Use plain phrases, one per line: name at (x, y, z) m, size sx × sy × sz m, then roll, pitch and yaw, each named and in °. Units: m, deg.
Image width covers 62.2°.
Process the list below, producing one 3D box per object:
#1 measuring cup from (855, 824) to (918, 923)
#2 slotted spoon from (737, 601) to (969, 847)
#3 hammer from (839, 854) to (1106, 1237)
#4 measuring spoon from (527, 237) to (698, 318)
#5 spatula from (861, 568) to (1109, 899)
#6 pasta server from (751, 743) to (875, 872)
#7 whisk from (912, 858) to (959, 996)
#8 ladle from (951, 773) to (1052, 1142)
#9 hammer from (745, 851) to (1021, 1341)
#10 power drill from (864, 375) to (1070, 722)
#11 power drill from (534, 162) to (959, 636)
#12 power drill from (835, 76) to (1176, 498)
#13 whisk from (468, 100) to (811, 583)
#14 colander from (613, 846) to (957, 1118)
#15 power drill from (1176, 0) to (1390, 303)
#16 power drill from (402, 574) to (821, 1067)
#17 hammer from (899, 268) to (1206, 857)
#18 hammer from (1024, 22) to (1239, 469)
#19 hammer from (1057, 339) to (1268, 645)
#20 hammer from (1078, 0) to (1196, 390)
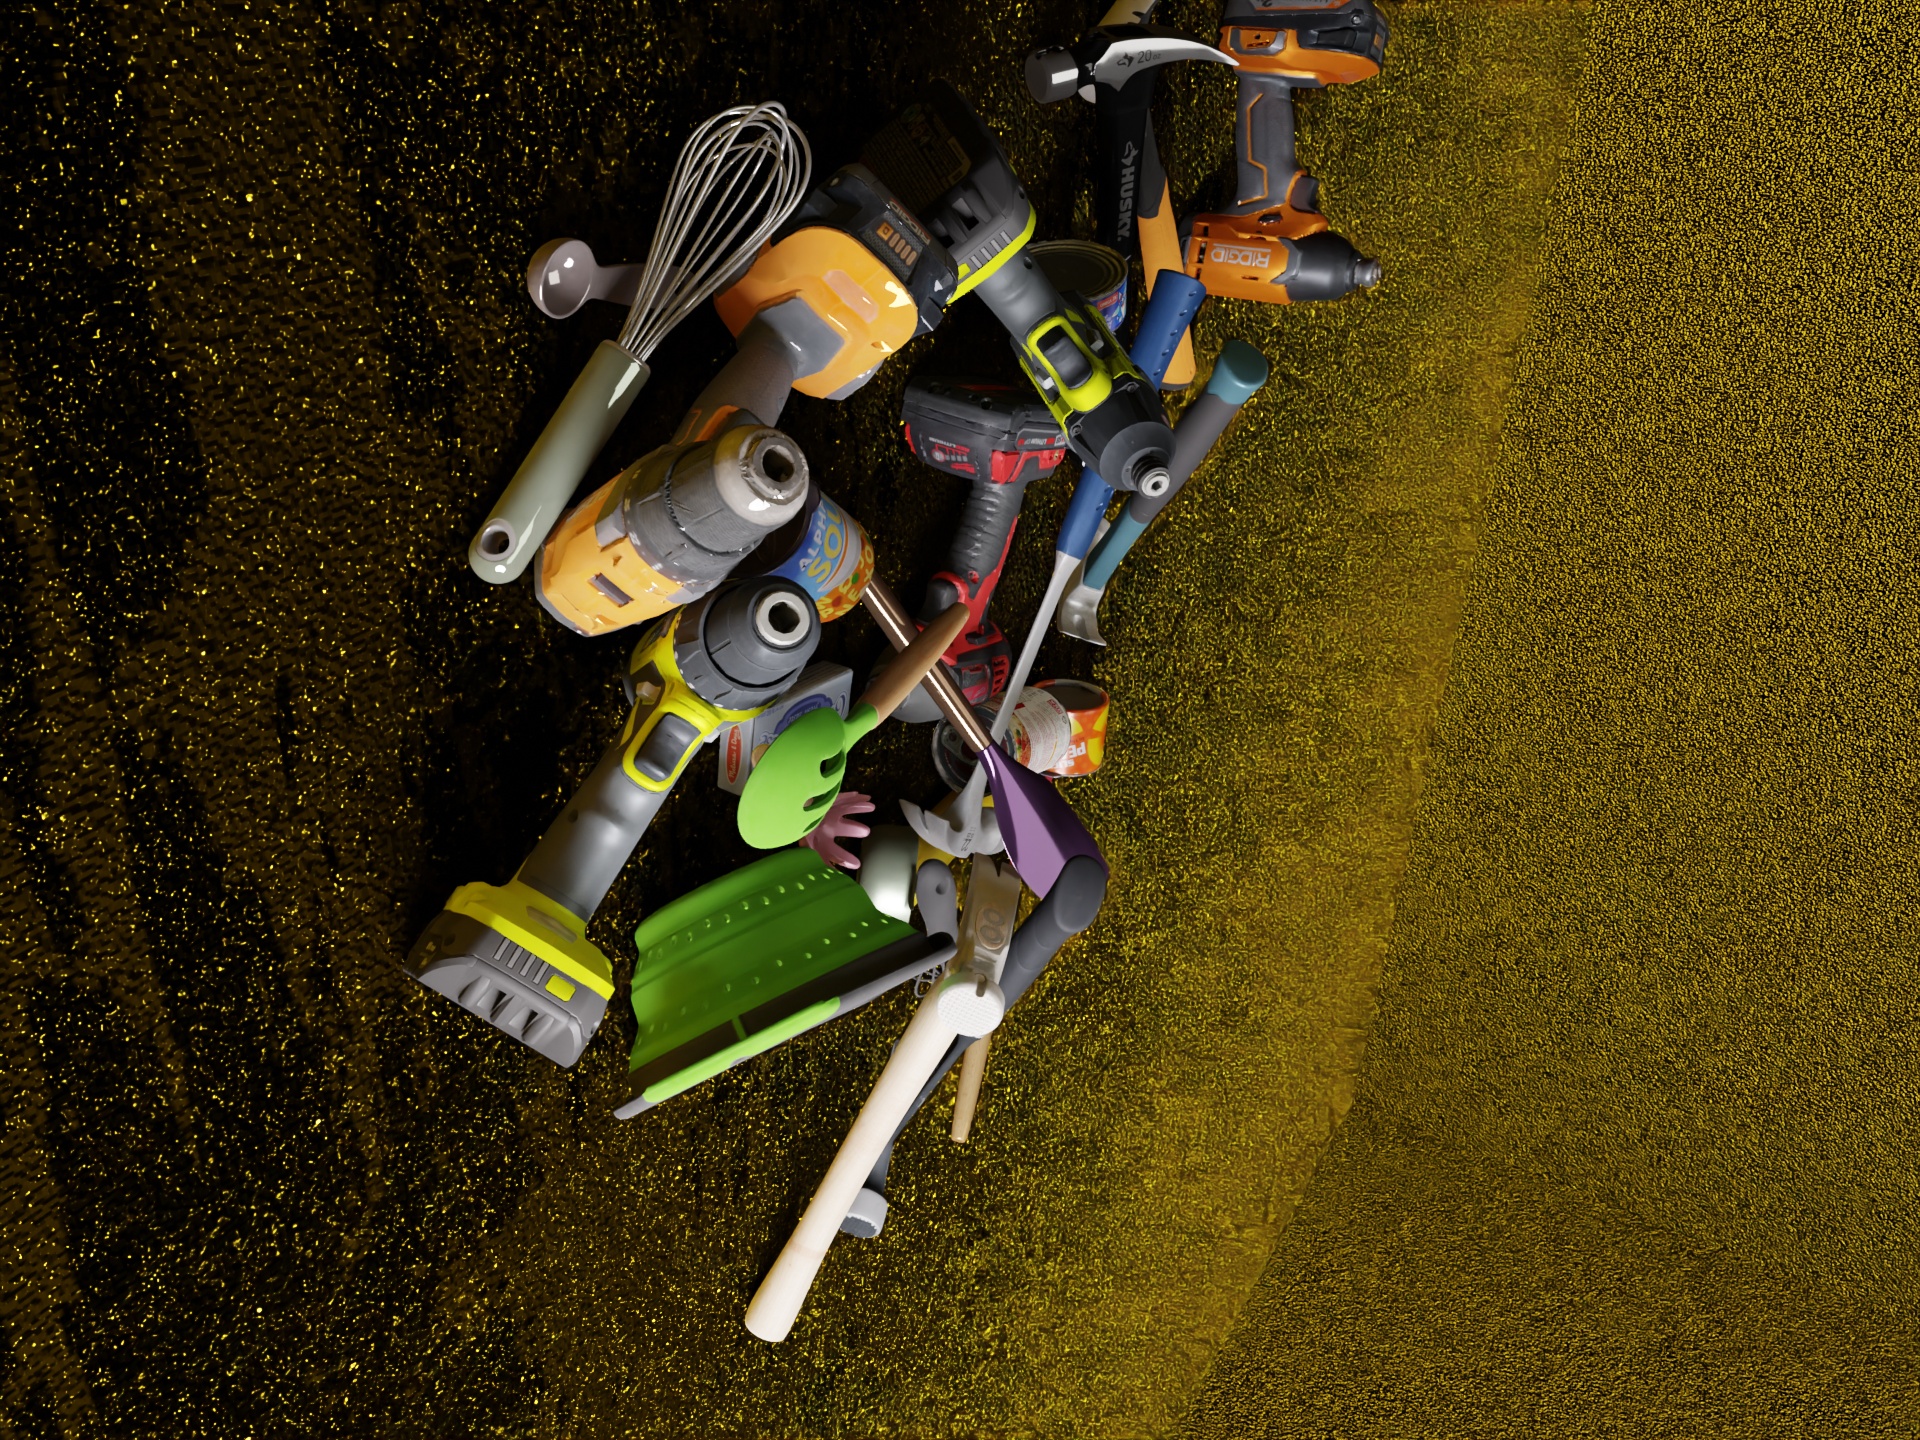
measuring cup at (-0.048, 0.106, 1.030) m, size 0.167 × 0.038 × 0.083 m, roll 152°, pitch -55°, yaw -85°
slotted spoon at (-0.041, -0.013, 0.834) m, size 0.314 × 0.031 × 0.070 m, roll -53°, pitch 160°, yaw -64°
hammer at (0.004, 0.208, 1.069) m, size 0.408 × 0.036 × 0.149 m, roll 120°, pitch -9°, yaw -47°
measuring spoon at (-0.156, -0.199, 0.716) m, size 0.124 × 0.018 × 0.034 m, roll -28°, pitch 142°, yaw -65°
spatula at (-0.002, -0.003, 0.964) m, size 0.060 × 0.018 × 0.315 m, roll -47°, pitch 114°, yaw -28°
pasta server at (-0.083, 0.049, 0.893) m, size 0.316 × 0.040 × 0.060 m, roll 88°, pitch 18°, yaw -79°
whisk at (-0.016, 0.154, 1.152) m, size 0.055 × 0.055 × 0.238 m, roll -60°, pitch 164°, yaw -24°
ladle at (0.031, 0.174, 1.246) m, size 0.069 × 0.031 × 0.316 m, roll 93°, pitch 9°, yaw -63°
hammer at (-0.059, 0.269, 1.053) m, size 0.146 × 0.038 × 0.410 m, roll -76°, pitch -169°, yaw -58°
power drill at (-0.002, -0.104, 1.023) m, size 0.143 × 0.079 × 0.219 m, roll -21°, pitch 128°, yaw -60°
power drill at (-0.086, -0.144, 0.706) m, size 0.084 × 0.185 × 0.226 m, roll 41°, pitch 61°, yaw -22°
power drill at (0.038, -0.225, 0.872) m, size 0.080 × 0.171 × 0.223 m, roll -36°, pitch 136°, yaw 13°
whisk at (-0.142, -0.165, 0.696) m, size 0.246 × 0.058 × 0.059 m, roll -58°, pitch 172°, yaw -3°
colander at (-0.102, 0.139, 0.957) m, size 0.204 × 0.094 × 0.397 m, roll -27°, pitch 172°, yaw 4°
power drill at (0.262, -0.439, 1.233) m, size 0.084 × 0.164 × 0.226 m, roll -15°, pitch 118°, yaw -60°
power drill at (-0.147, 0.034, 0.714) m, size 0.228 × 0.080 × 0.190 m, roll -59°, pitch -164°, yaw -17°
hammer at (0.066, -0.098, 1.039) m, size 0.405 × 0.035 × 0.144 m, roll -68°, pitch 159°, yaw 5°
hammer at (0.110, -0.314, 1.109) m, size 0.146 × 0.035 × 0.334 m, roll -22°, pitch 138°, yaw -21°
hammer at (0.130, -0.155, 1.095) m, size 0.331 × 0.033 × 0.128 m, roll 124°, pitch -20°, yaw -63°
hammer at (0.148, -0.381, 1.188) m, size 0.127 × 0.034 × 0.336 m, roll -59°, pitch 152°, yaw -24°
